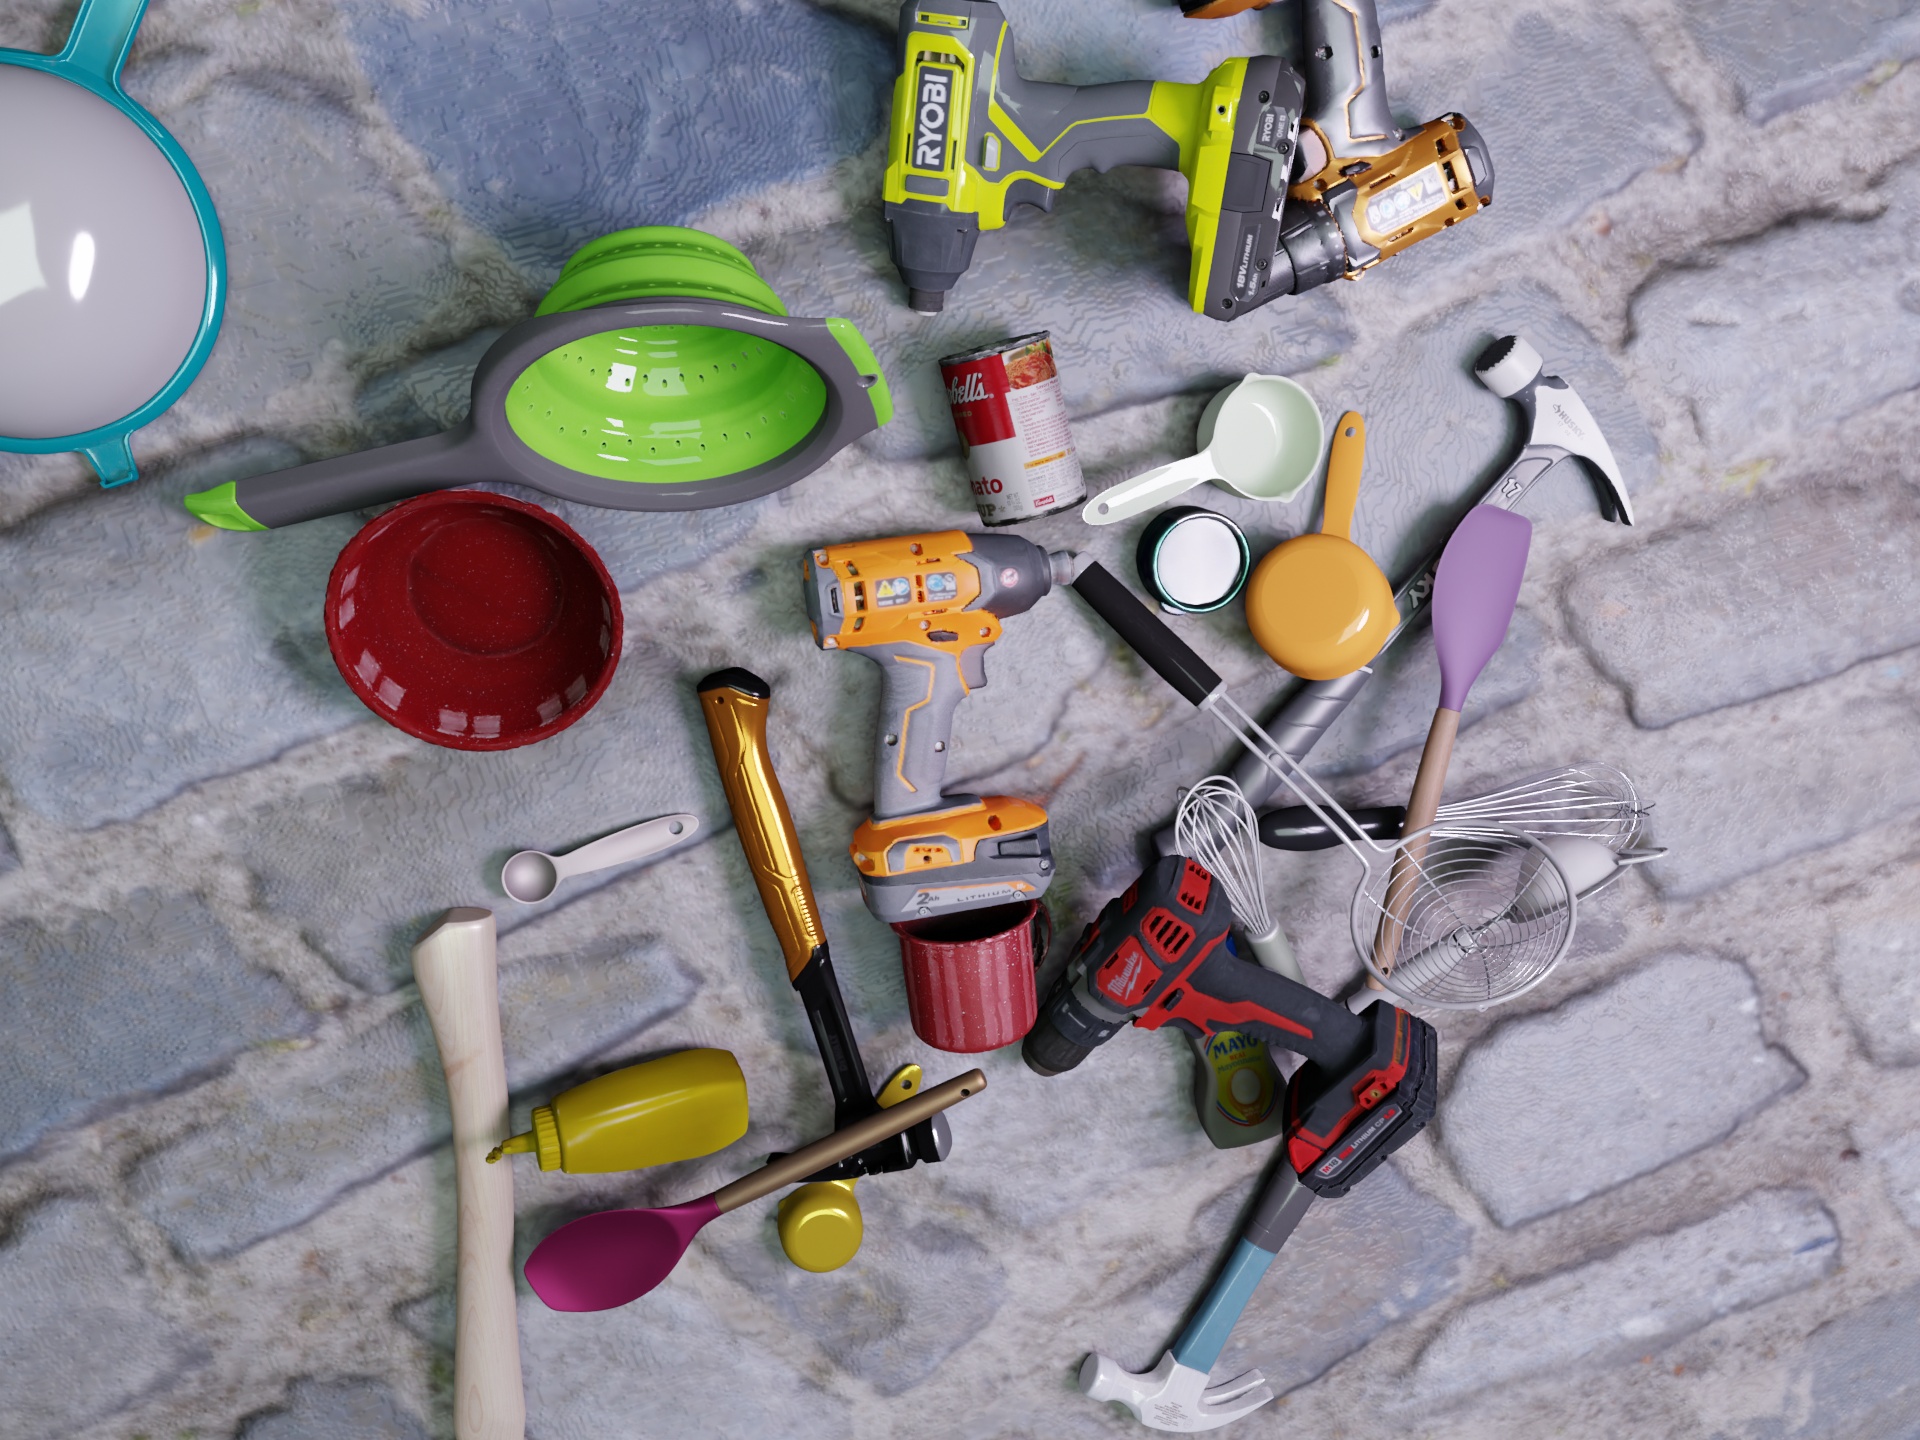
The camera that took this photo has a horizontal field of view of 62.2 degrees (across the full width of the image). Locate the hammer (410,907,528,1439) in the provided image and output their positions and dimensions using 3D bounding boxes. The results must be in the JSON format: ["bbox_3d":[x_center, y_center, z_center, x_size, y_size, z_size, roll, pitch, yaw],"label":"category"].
[{"bbox_3d":[-0.293,0.318,1.012,0.146,0.038,0.410,-2,103,-12],"label":"hammer"}]

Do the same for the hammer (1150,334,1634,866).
[{"bbox_3d":[0.270,-0.047,1.036,0.149,0.036,0.409,40,93,-17],"label":"hammer"}]

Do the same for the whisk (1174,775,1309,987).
[{"bbox_3d":[0.192,0.130,1.033,0.059,0.058,0.246,-42,124,-20],"label":"whisk"}]

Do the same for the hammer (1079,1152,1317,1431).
[{"bbox_3d":[0.216,0.356,1.117,0.128,0.033,0.331,27,96,-14],"label":"hammer"}]

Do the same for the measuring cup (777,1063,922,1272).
[{"bbox_3d":[-0.067,0.297,1.052,0.062,0.029,0.156,29,97,-15],"label":"measuring cup"}]

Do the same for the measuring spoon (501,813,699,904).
[{"bbox_3d":[-0.222,0.081,0.986,0.124,0.018,0.034,-18,105,-13],"label":"measuring spoon"}]

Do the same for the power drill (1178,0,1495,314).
[{"bbox_3d":[0.193,-0.363,0.930,0.185,0.084,0.226,-28,110,-1],"label":"power drill"}]

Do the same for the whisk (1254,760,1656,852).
[{"bbox_3d":[0.327,0.066,1.051,0.284,0.070,0.070,-2,103,-12],"label":"whisk"}]

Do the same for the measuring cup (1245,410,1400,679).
[{"bbox_3d":[0.228,-0.114,0.988,0.095,0.052,0.173,8,87,23],"label":"measuring cup"}]

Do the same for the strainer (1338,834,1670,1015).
[{"bbox_3d":[0.339,0.138,1.048,0.258,0.087,0.050,-41,83,25],"label":"strainer"}]

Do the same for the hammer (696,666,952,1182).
[{"bbox_3d":[-0.108,0.132,0.995,0.127,0.034,0.336,-13,101,14],"label":"hammer"}]

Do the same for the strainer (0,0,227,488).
[{"bbox_3d":[-0.472,-0.297,0.809,0.211,0.095,0.340,25,98,-15],"label":"strainer"}]

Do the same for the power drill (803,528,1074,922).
[{"bbox_3d":[-0.002,-0.003,0.973,0.164,0.084,0.226,-9,100,-9],"label":"power drill"}]

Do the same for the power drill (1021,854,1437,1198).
[{"bbox_3d":[0.163,0.204,1.003,0.226,0.080,0.187,33,124,-4],"label":"power drill"}]

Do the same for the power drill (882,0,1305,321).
[{"bbox_3d":[0.069,-0.301,0.888,0.223,0.080,0.171,11,117,9],"label":"power drill"}]

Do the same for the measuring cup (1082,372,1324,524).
[{"bbox_3d":[0.143,-0.156,0.975,0.167,0.038,0.083,-24,105,-12],"label":"measuring cup"}]

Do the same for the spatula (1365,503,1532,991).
[{"bbox_3d":[0.301,0.018,1.009,0.059,0.018,0.316,14,90,-13],"label":"spatula"}]

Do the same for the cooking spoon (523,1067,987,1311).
[{"bbox_3d":[-0.127,0.289,0.991,0.319,0.017,0.068,-26,107,6],"label":"cooking spoon"}]

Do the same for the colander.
[{"bbox_3d":[-0.241,-0.185,0.877,0.397,0.204,0.095,-11,70,8],"label":"colander"}]

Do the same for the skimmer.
[{"bbox_3d":[0.200,0.022,0.946,0.363,0.090,0.127,45,80,6],"label":"skimmer"}]
